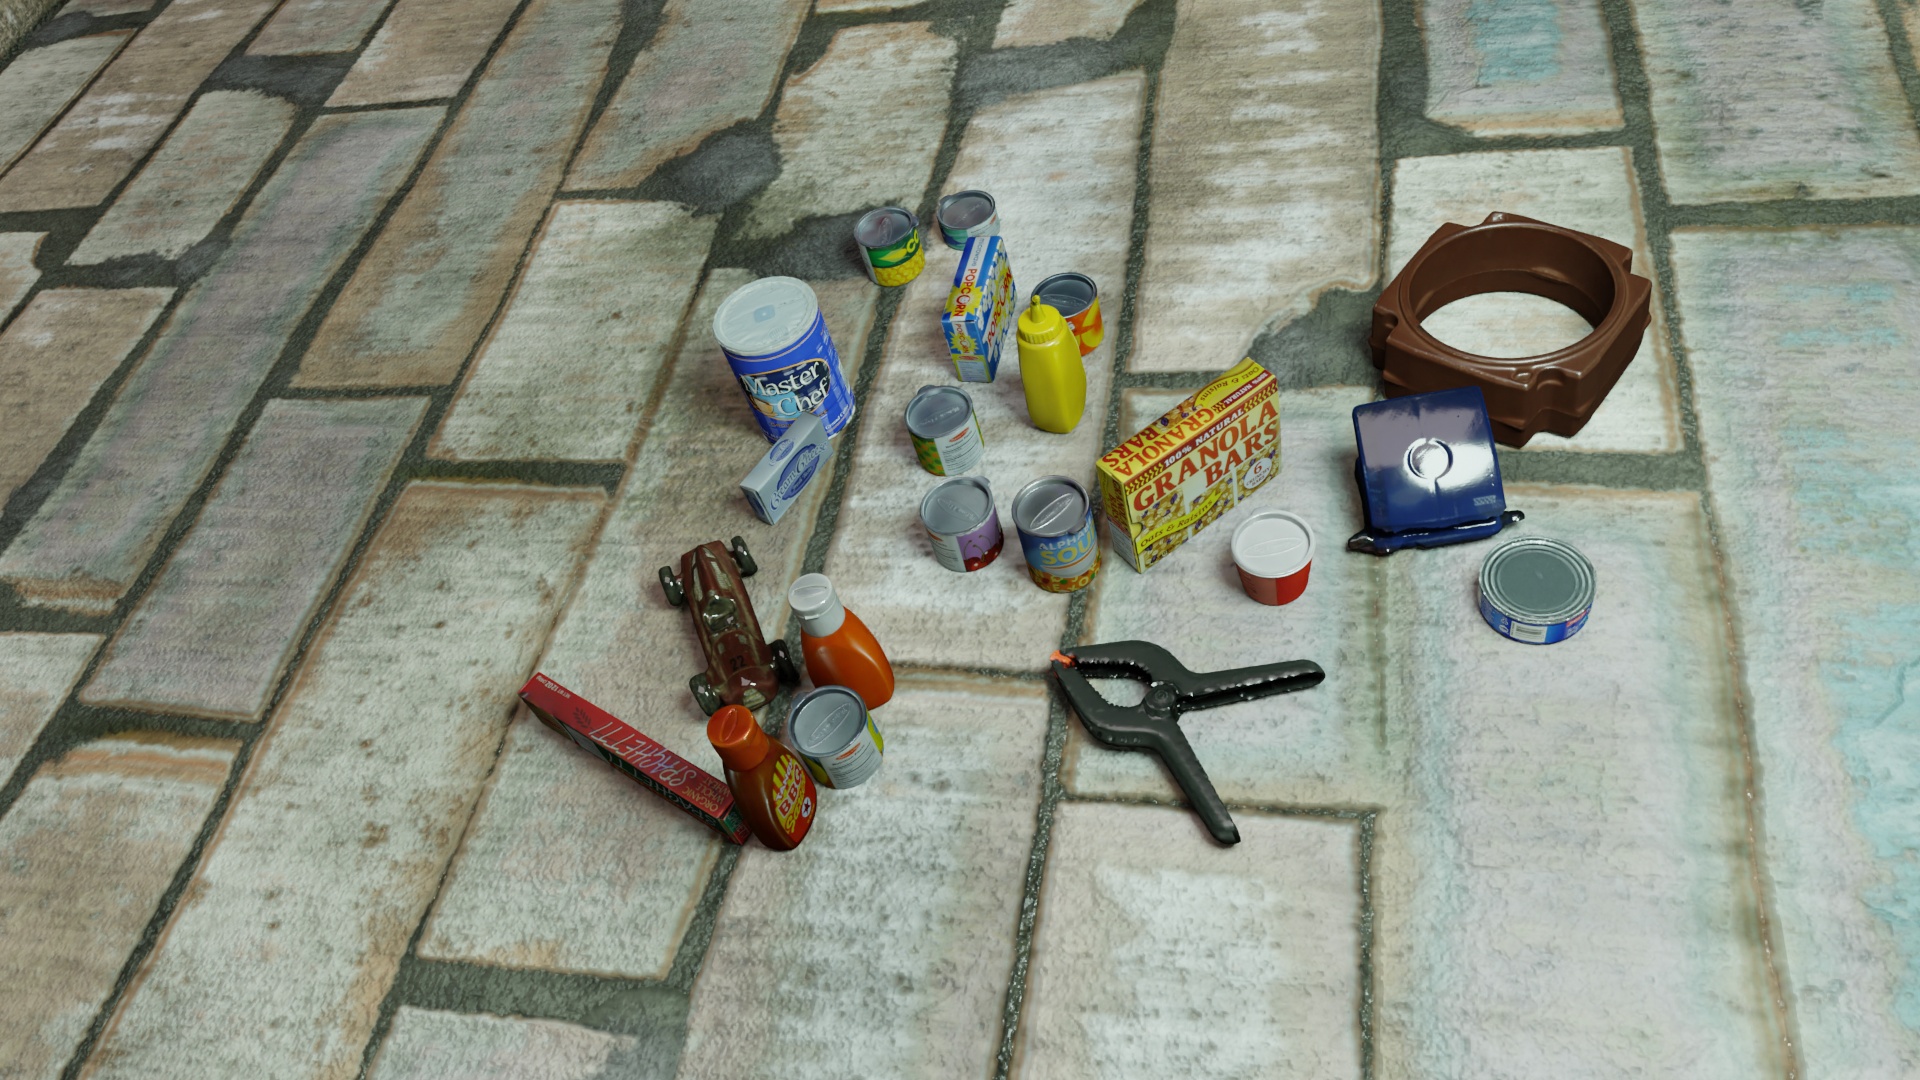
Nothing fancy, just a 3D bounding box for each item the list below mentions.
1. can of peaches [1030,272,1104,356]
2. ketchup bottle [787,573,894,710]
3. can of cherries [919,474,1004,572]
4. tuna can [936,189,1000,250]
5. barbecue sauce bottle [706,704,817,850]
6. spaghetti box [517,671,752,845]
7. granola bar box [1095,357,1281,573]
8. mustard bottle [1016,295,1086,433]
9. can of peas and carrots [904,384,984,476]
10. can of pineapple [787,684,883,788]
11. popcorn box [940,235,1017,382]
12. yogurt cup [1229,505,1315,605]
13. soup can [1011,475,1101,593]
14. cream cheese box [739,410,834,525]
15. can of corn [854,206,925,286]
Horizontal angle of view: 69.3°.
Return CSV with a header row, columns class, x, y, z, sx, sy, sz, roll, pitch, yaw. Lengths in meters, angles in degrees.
class,x,y,z,sx,sy,sz,roll,pitch,yaw
can of peaches,0.105,-0.221,1.375,0.071,0.057,0.071,-8,51,10
ketchup bottle,-0.101,0.085,1.127,0.065,0.148,0.044,-9,50,8
can of cherries,0.004,-0.016,1.238,0.071,0.058,0.072,-8,51,10
tuna can,0.007,-0.352,1.525,0.071,0.032,0.071,-8,51,9
barbecue sauce bottle,-0.153,0.179,1.065,0.043,0.147,0.065,4,54,18
spaghetti box,-0.272,0.180,1.161,0.250,0.050,0.029,23,61,30
granola bar box,0.198,-0.062,1.179,0.166,0.123,0.039,-35,51,-13
mustard bottle,0.080,-0.169,1.274,0.049,0.159,0.065,10,56,22
can of peas and carrots,-0.016,-0.105,1.315,0.071,0.058,0.071,-8,51,10
can of pineapple,-0.101,0.159,1.127,0.071,0.057,0.071,-8,51,10
popcorn box,0.020,-0.232,1.390,0.038,0.084,0.127,3,53,18
yogurt cup,0.258,0.017,1.145,0.072,0.053,0.073,-8,51,10
soup can,0.085,-0.003,1.189,0.071,0.083,0.072,-8,51,10
cream cheese box,-0.164,-0.069,1.331,0.024,0.053,0.104,22,61,29
can of corn,-0.073,-0.318,1.502,0.071,0.058,0.071,-8,51,10
